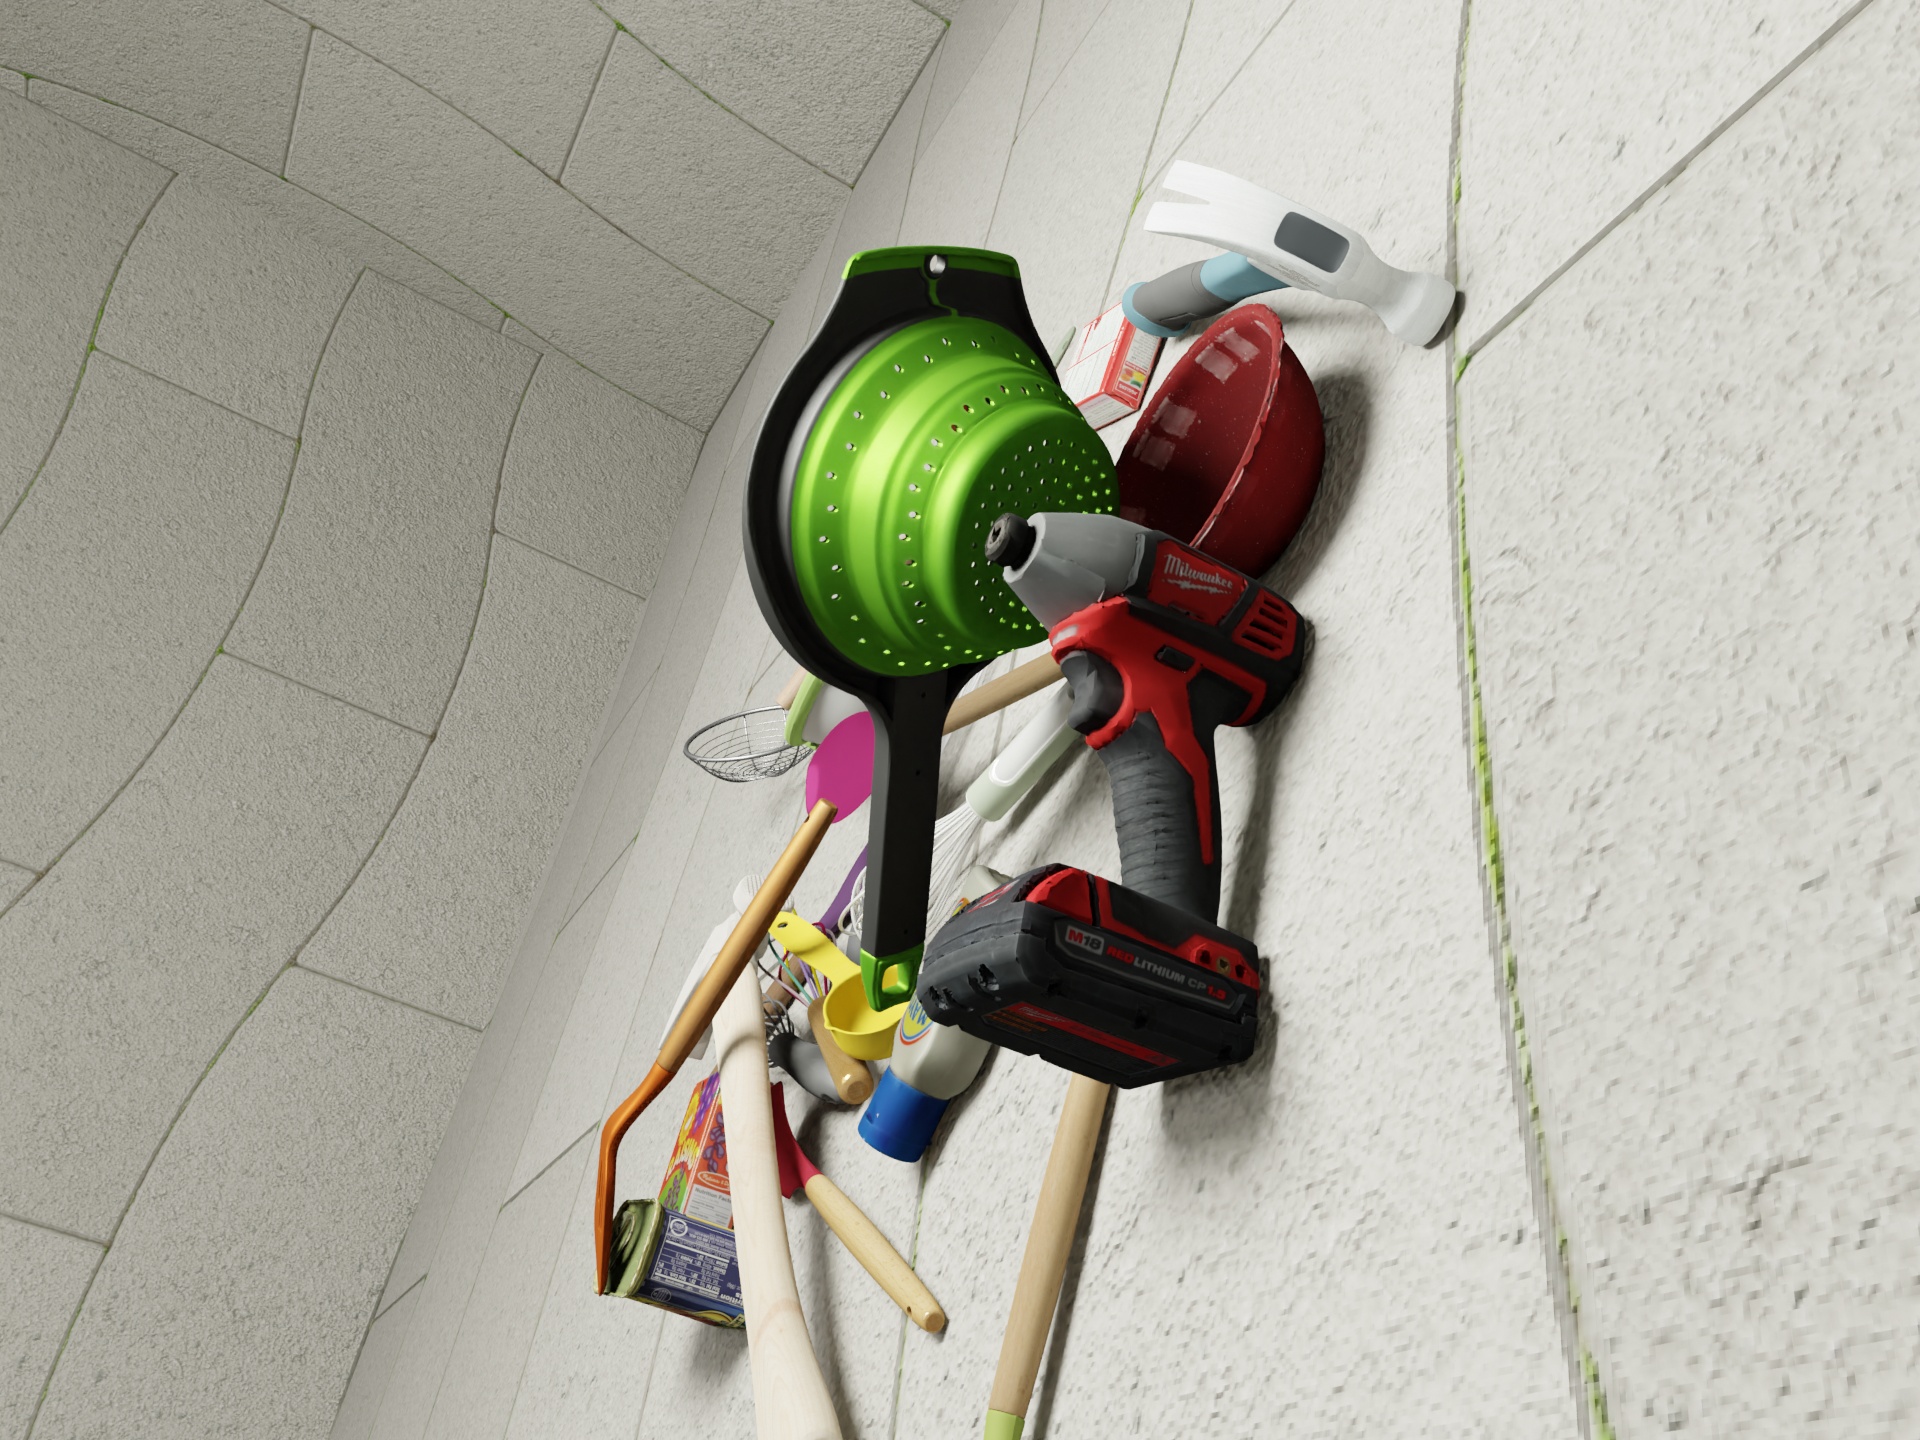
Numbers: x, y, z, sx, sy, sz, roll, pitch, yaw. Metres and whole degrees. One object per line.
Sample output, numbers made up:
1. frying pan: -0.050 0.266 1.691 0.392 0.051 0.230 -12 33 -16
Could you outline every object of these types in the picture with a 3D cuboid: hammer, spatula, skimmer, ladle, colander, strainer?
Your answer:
1. hammer: 0.135 -0.226 0.824 0.033 0.128 0.331 -64 9 6
2. spatula: -0.109 0.165 1.129 0.315 0.018 0.060 -55 19 26
3. skimmer: -0.111 -0.061 1.320 0.363 0.090 0.127 -47 -7 39
4. hammer: -0.118 0.260 0.884 0.146 0.038 0.411 -60 25 22
5. spatula: -0.153 0.187 0.938 0.322 0.041 0.081 -58 22 8
6. ladle: -0.068 0.261 0.858 0.315 0.031 0.069 -172 76 -69
7. colander: 0.001 -0.021 0.772 0.095 0.204 0.397 25 118 43
8. strainer: -0.063 -0.033 1.097 0.151 0.069 0.256 -58 -3 1
9. ladle: 0.014 0.236 0.613 0.078 0.062 0.320 -36 31 57

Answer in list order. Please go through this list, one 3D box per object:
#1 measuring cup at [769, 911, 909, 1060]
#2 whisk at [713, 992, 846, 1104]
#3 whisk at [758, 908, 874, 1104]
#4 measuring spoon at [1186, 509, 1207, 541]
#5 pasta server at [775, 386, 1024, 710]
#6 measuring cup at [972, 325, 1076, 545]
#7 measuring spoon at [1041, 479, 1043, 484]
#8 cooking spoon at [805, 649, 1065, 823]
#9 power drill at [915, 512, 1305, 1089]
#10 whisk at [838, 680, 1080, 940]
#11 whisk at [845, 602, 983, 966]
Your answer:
1. measuring cup: -0.072 0.151 0.928 0.062 0.029 0.157 -30 30 -22
2. whisk: -0.112 0.216 1.032 0.239 0.055 0.055 0 66 66
3. whisk: -0.087 0.175 0.987 0.047 0.051 0.245 -60 21 6
4. measuring spoon: 0.090 -0.076 0.864 0.128 0.021 0.042 -49 23 45
5. pasta server: -0.043 -0.139 1.209 0.316 0.040 0.060 -52 -3 -3
6. measuring cup: 0.052 -0.193 1.112 0.167 0.038 0.083 -62 17 4
7. measuring spoon: 0.072 -0.148 1.021 0.034 0.018 0.124 -64 18 5
8. cooking spoon: -0.001 -0.003 0.939 0.319 0.017 0.069 -27 56 46
9. power drill: 0.060 0.020 0.628 0.078 0.143 0.220 -35 37 54
10. whisk: 0.008 0.052 0.896 0.246 0.059 0.058 -49 54 31
11. whisk: -0.031 0.039 1.023 0.070 0.070 0.285 -31 43 61
